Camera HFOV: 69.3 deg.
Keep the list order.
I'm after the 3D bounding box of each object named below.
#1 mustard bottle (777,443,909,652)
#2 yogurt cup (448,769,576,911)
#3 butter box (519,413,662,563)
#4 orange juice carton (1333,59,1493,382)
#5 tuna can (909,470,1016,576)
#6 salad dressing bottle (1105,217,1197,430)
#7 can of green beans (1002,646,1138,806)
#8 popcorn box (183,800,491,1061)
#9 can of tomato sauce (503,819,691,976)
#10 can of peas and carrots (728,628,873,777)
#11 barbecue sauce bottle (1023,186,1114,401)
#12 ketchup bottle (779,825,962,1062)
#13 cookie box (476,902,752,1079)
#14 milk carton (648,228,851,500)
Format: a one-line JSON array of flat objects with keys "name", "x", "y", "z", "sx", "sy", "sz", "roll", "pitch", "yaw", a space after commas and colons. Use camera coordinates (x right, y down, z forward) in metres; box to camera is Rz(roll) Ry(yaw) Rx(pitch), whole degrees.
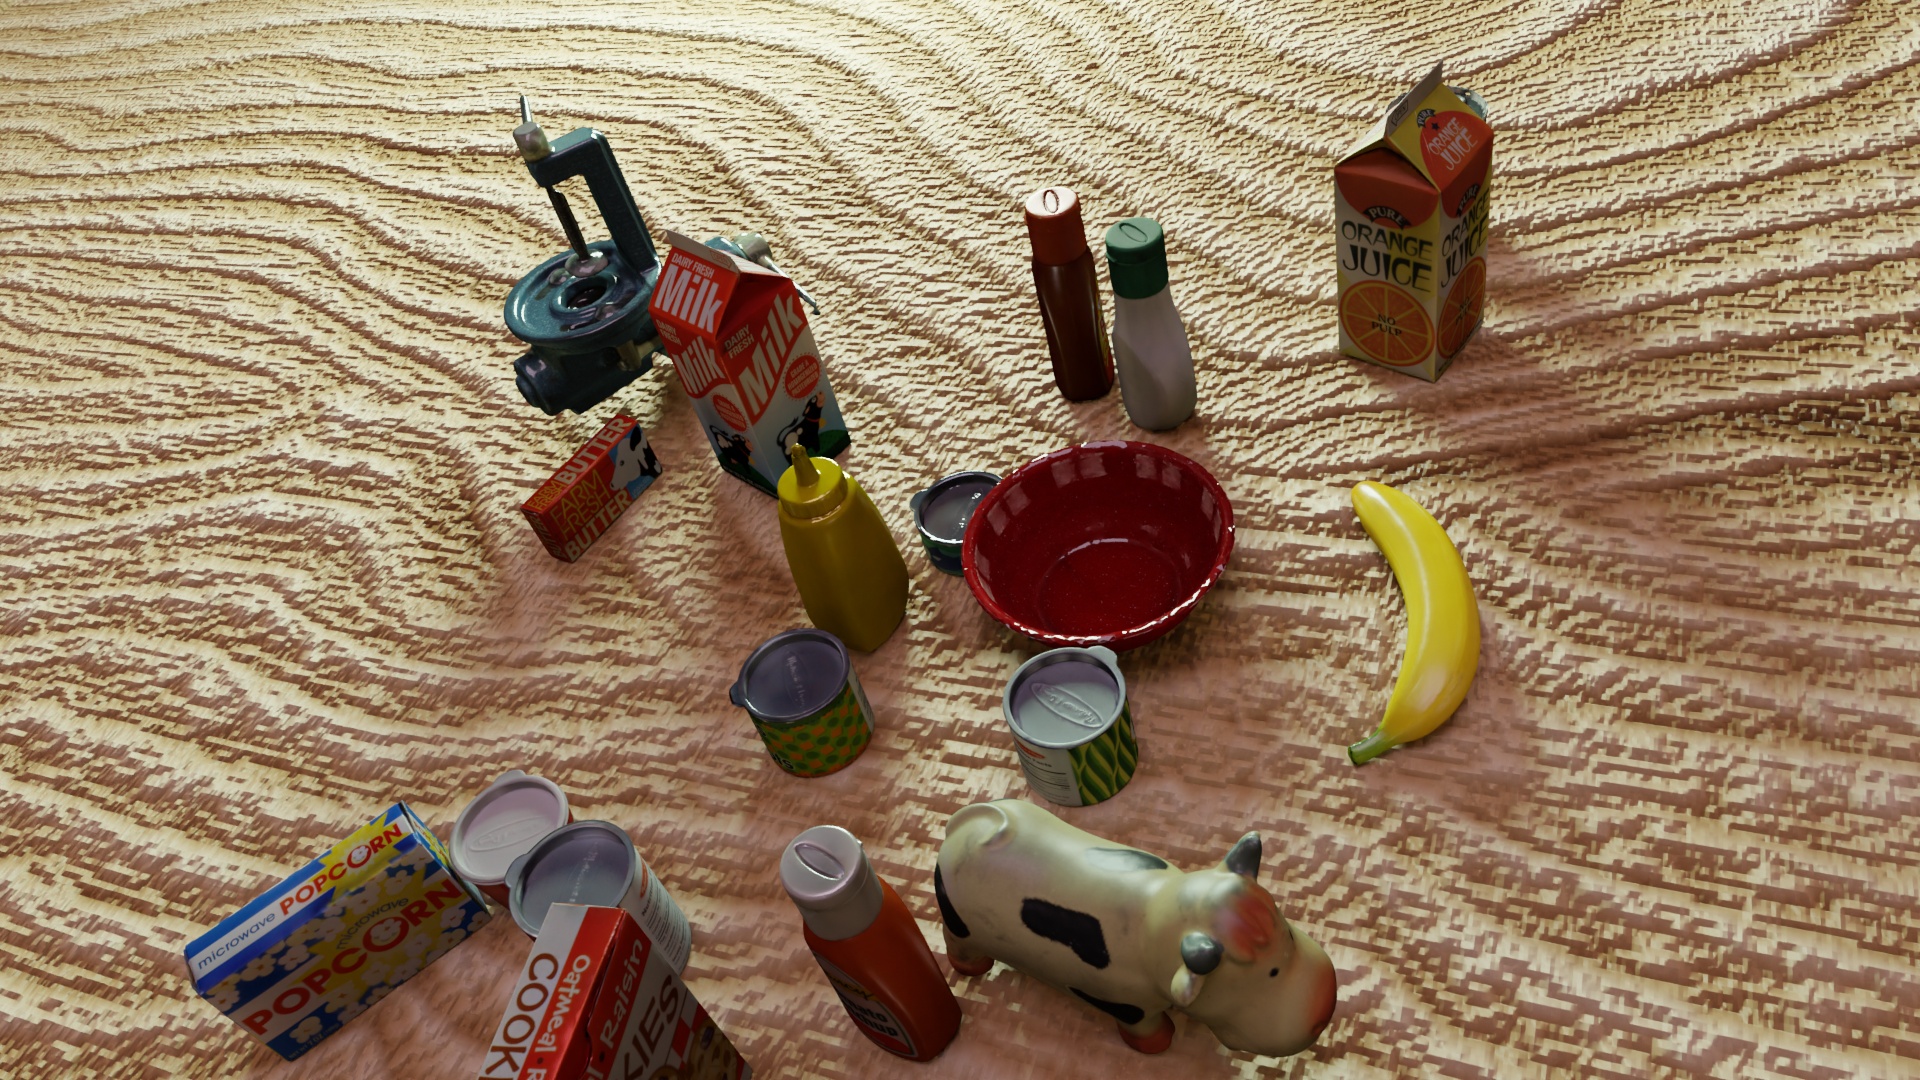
[{"name": "mustard bottle", "x": -0.075, "y": -0.002, "z": 0.821, "sx": 0.049, "sy": 0.159, "sz": 0.065, "roll": 15, "pitch": 53, "yaw": 29}, {"name": "yogurt cup", "x": -0.242, "y": 0.174, "z": 0.775, "sx": 0.072, "sy": 0.053, "sz": 0.073, "roll": -9, "pitch": 45, "yaw": 9}, {"name": "butter box", "x": -0.260, "y": -0.037, "z": 0.987, "sx": 0.024, "sy": 0.053, "sz": 0.104, "roll": 19, "pitch": 55, "yaw": 31}, {"name": "orange juice carton", "x": 0.288, "y": -0.202, "z": 0.884, "sx": 0.073, "sy": 0.191, "sz": 0.072, "roll": 25, "pitch": 59, "yaw": 35}, {"name": "tuna can", "x": 0.003, "y": -0.011, "z": 0.897, "sx": 0.071, "sy": 0.032, "sz": 0.071, "roll": -9, "pitch": 45, "yaw": 9}, {"name": "salad dressing bottle", "x": 0.122, "y": -0.139, "z": 0.904, "sx": 0.044, "sy": 0.147, "sz": 0.064, "roll": -29, "pitch": 46, "yaw": -11}, {"name": "can of green beans", "x": 0.061, "y": 0.101, "z": 0.752, "sx": 0.071, "sy": 0.057, "sz": 0.071, "roll": -9, "pitch": 45, "yaw": 9}, {"name": "popcorn box", "x": -0.330, "y": 0.210, "z": 0.745, "sx": 0.127, "sy": 0.084, "sz": 0.038, "roll": -35, "pitch": 47, "yaw": -17}, {"name": "can of tomato sauce", "x": -0.186, "y": 0.195, "z": 0.717, "sx": 0.071, "sy": 0.082, "sz": 0.071, "roll": -9, "pitch": 45, "yaw": 9}, {"name": "can of peas and carrots", "x": -0.091, "y": 0.095, "z": 0.803, "sx": 0.071, "sy": 0.058, "sz": 0.071, "roll": -9, "pitch": 45, "yaw": 9}, {"name": "barbecue sauce bottle", "x": 0.074, "y": -0.168, "z": 0.946, "sx": 0.044, "sy": 0.147, "sz": 0.065, "roll": -11, "pitch": 45, "yaw": 6}, {"name": "ketchup bottle", "x": -0.043, "y": 0.184, "z": 0.638, "sx": 0.065, "sy": 0.148, "sz": 0.044, "roll": 22, "pitch": 57, "yaw": 33}, {"name": "cookie box", "x": -0.147, "y": 0.250, "z": 0.592, "sx": 0.040, "sy": 0.166, "sz": 0.123, "roll": -1, "pitch": 47, "yaw": 16}, {"name": "milk carton", "x": -0.145, "y": -0.124, "z": 0.939, "sx": 0.072, "sy": 0.189, "sz": 0.074, "roll": 27, "pitch": 59, "yaw": 35}]
